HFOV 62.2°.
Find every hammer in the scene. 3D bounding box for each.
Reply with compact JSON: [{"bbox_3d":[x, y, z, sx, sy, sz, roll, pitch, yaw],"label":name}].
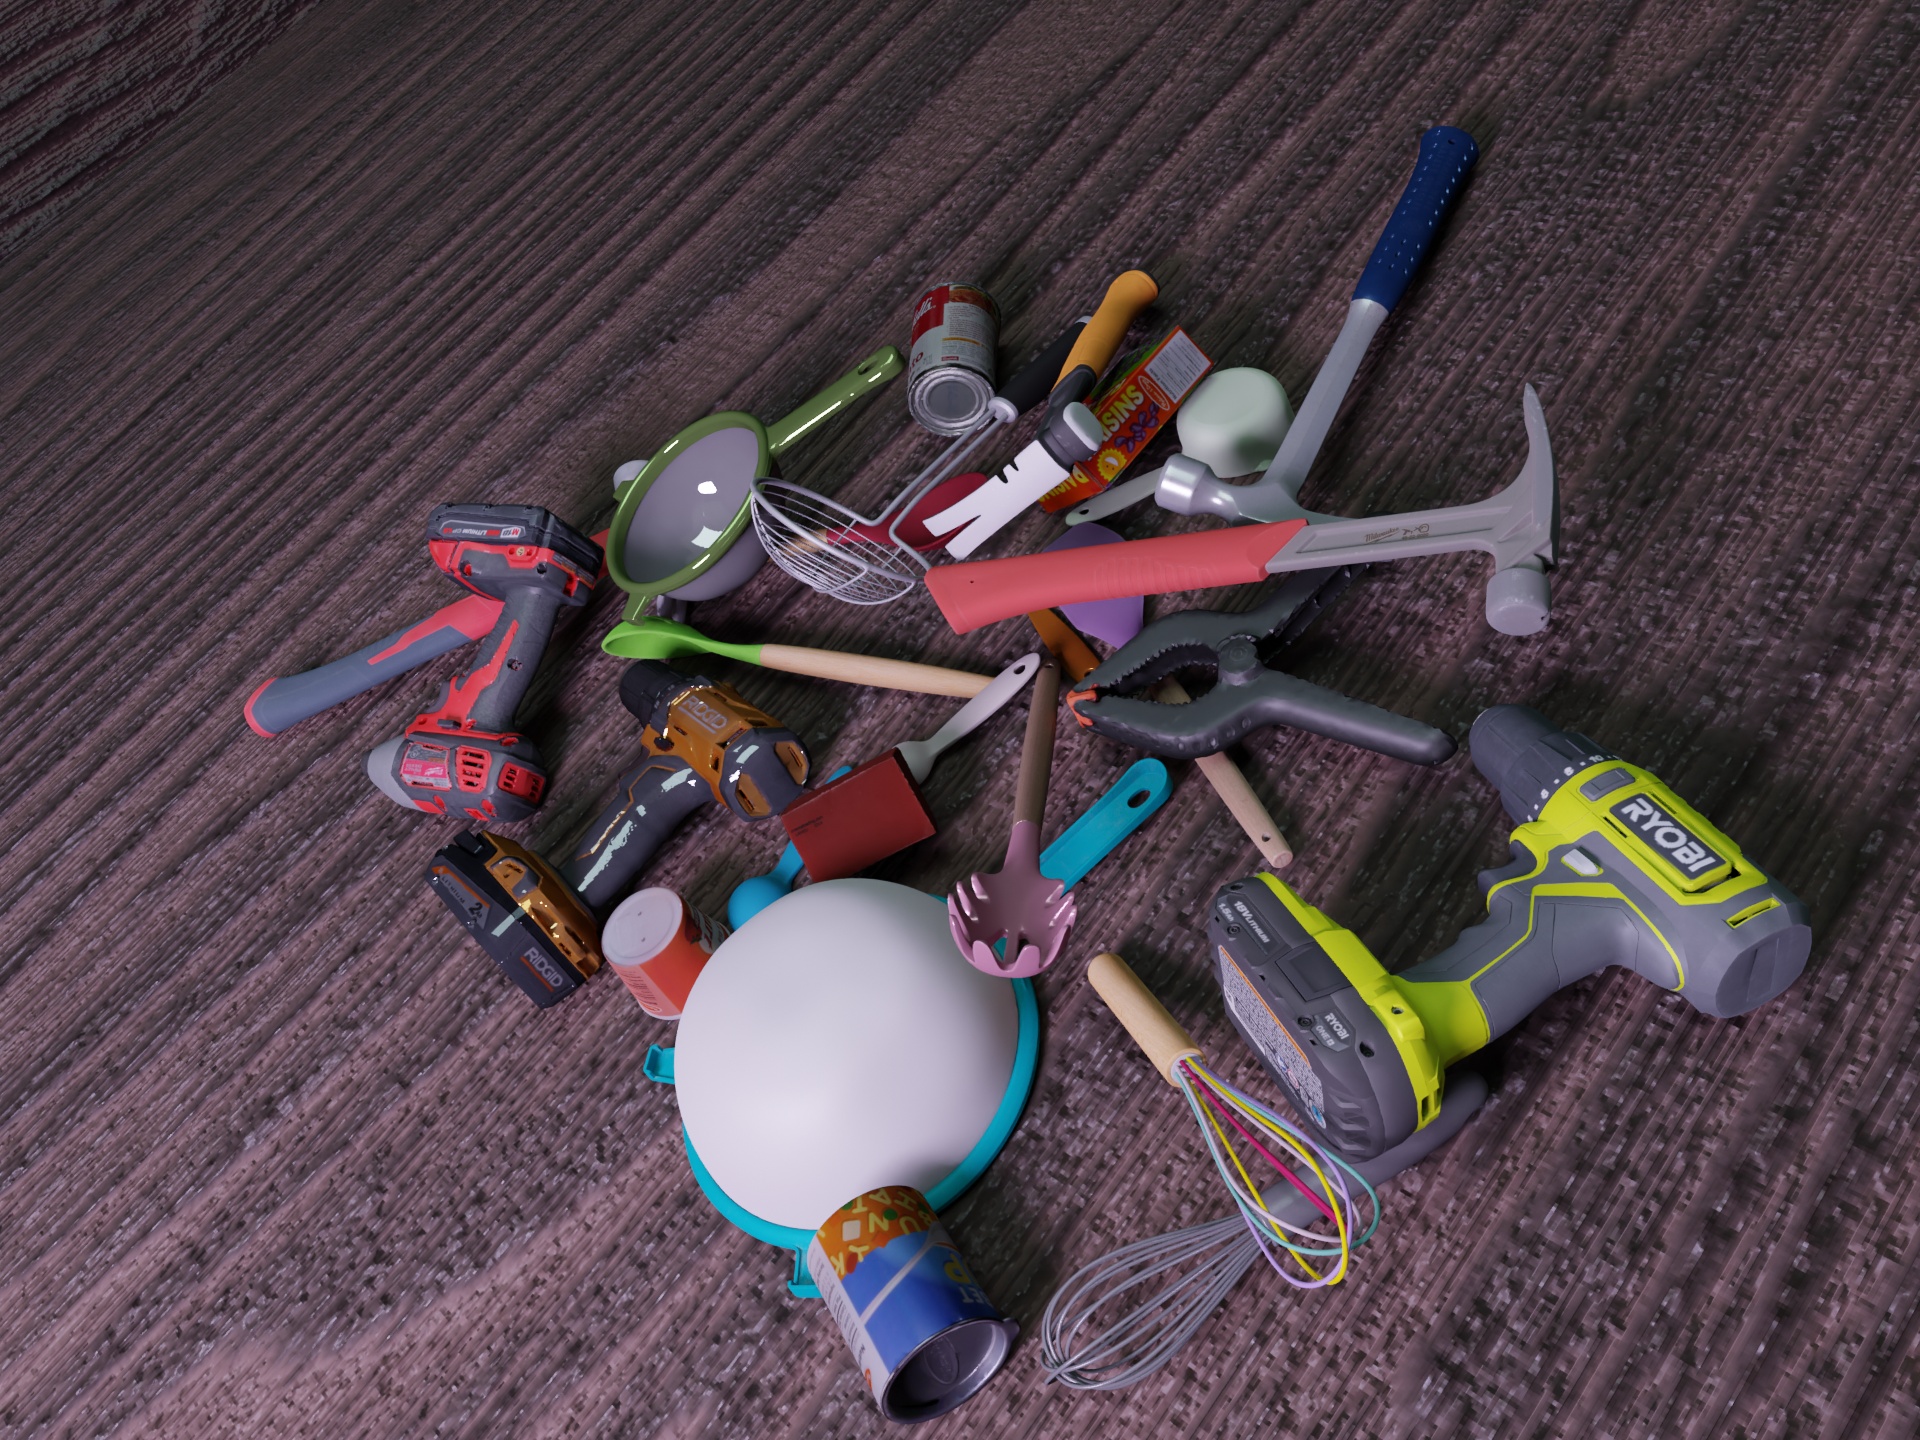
[{"bbox_3d":[0.268,-0.258,1.036,0.144,0.035,0.406,22,59,14],"label":"hammer"},{"bbox_3d":[0.075,-0.224,1.060,0.127,0.034,0.337,-35,17,35],"label":"hammer"},{"bbox_3d":[0.147,-0.100,0.899,0.359,0.036,0.149,-5,55,26],"label":"hammer"},{"bbox_3d":[-0.384,-0.061,1.219,0.386,0.038,0.143,-23,61,13],"label":"hammer"}]

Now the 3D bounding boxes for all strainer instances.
[{"bbox_3d":[-0.130,-0.164,1.098,0.256,0.069,0.152,-32,45,17],"label":"strainer"},{"bbox_3d":[-0.024,0.119,0.845,0.340,0.095,0.211,-42,46,-8],"label":"strainer"}]

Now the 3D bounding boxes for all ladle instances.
[{"bbox_3d":[-0.117,-0.128,1.154,0.315,0.031,0.069,-8,45,25],"label":"ladle"}]

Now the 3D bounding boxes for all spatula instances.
[{"bbox_3d":[0.120,-0.026,0.947,0.060,0.018,0.316,-37,44,10],"label":"spatula"}]

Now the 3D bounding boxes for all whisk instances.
[{"bbox_3d":[0.115,0.168,0.729,0.051,0.047,0.245,-34,27,-5],"label":"whisk"},{"bbox_3d":[0.136,0.225,0.709,0.239,0.055,0.055,-31,45,-6],"label":"whisk"}]

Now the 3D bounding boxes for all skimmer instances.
[{"bbox_3d":[0.000,-0.197,1.060,0.127,0.090,0.363,33,56,14],"label":"skimmer"}]

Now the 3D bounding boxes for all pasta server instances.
[{"bbox_3d":[0.038,0.038,0.852,0.060,0.040,0.316,4,30,5],"label":"pasta server"}]

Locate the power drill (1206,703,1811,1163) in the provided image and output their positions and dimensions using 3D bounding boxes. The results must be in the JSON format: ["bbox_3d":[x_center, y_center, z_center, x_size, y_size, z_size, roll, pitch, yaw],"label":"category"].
[{"bbox_3d":[0.234,0.086,0.733,0.228,0.080,0.191,-24,41,-9],"label":"power drill"}]

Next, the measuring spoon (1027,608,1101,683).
[{"bbox_3d":[0.062,-0.054,1.006,0.021,0.011,0.117,-33,45,-2],"label":"measuring spoon"}]

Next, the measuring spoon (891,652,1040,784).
[{"bbox_3d":[-0.002,-0.003,0.977,0.124,0.018,0.034,-40,42,7],"label":"measuring spoon"}]

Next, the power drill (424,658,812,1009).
[{"bbox_3d":[-0.227,0.055,1.021,0.226,0.084,0.185,-42,42,-16],"label":"power drill"}]

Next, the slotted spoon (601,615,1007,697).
[{"bbox_3d":[-0.107,-0.040,1.061,0.314,0.070,0.031,9,84,26],"label":"slotted spoon"}]

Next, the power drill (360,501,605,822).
[{"bbox_3d":[-0.344,-0.039,1.130,0.143,0.078,0.220,5,74,25],"label":"power drill"}]

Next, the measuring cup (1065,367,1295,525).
[{"bbox_3d":[0.140,-0.180,1.052,0.167,0.038,0.083,-27,45,2],"label":"measuring cup"}]

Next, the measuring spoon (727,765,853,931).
[{"bbox_3d":[-0.103,0.075,0.975,0.042,0.021,0.129,13,61,35],"label":"measuring spoon"}]
